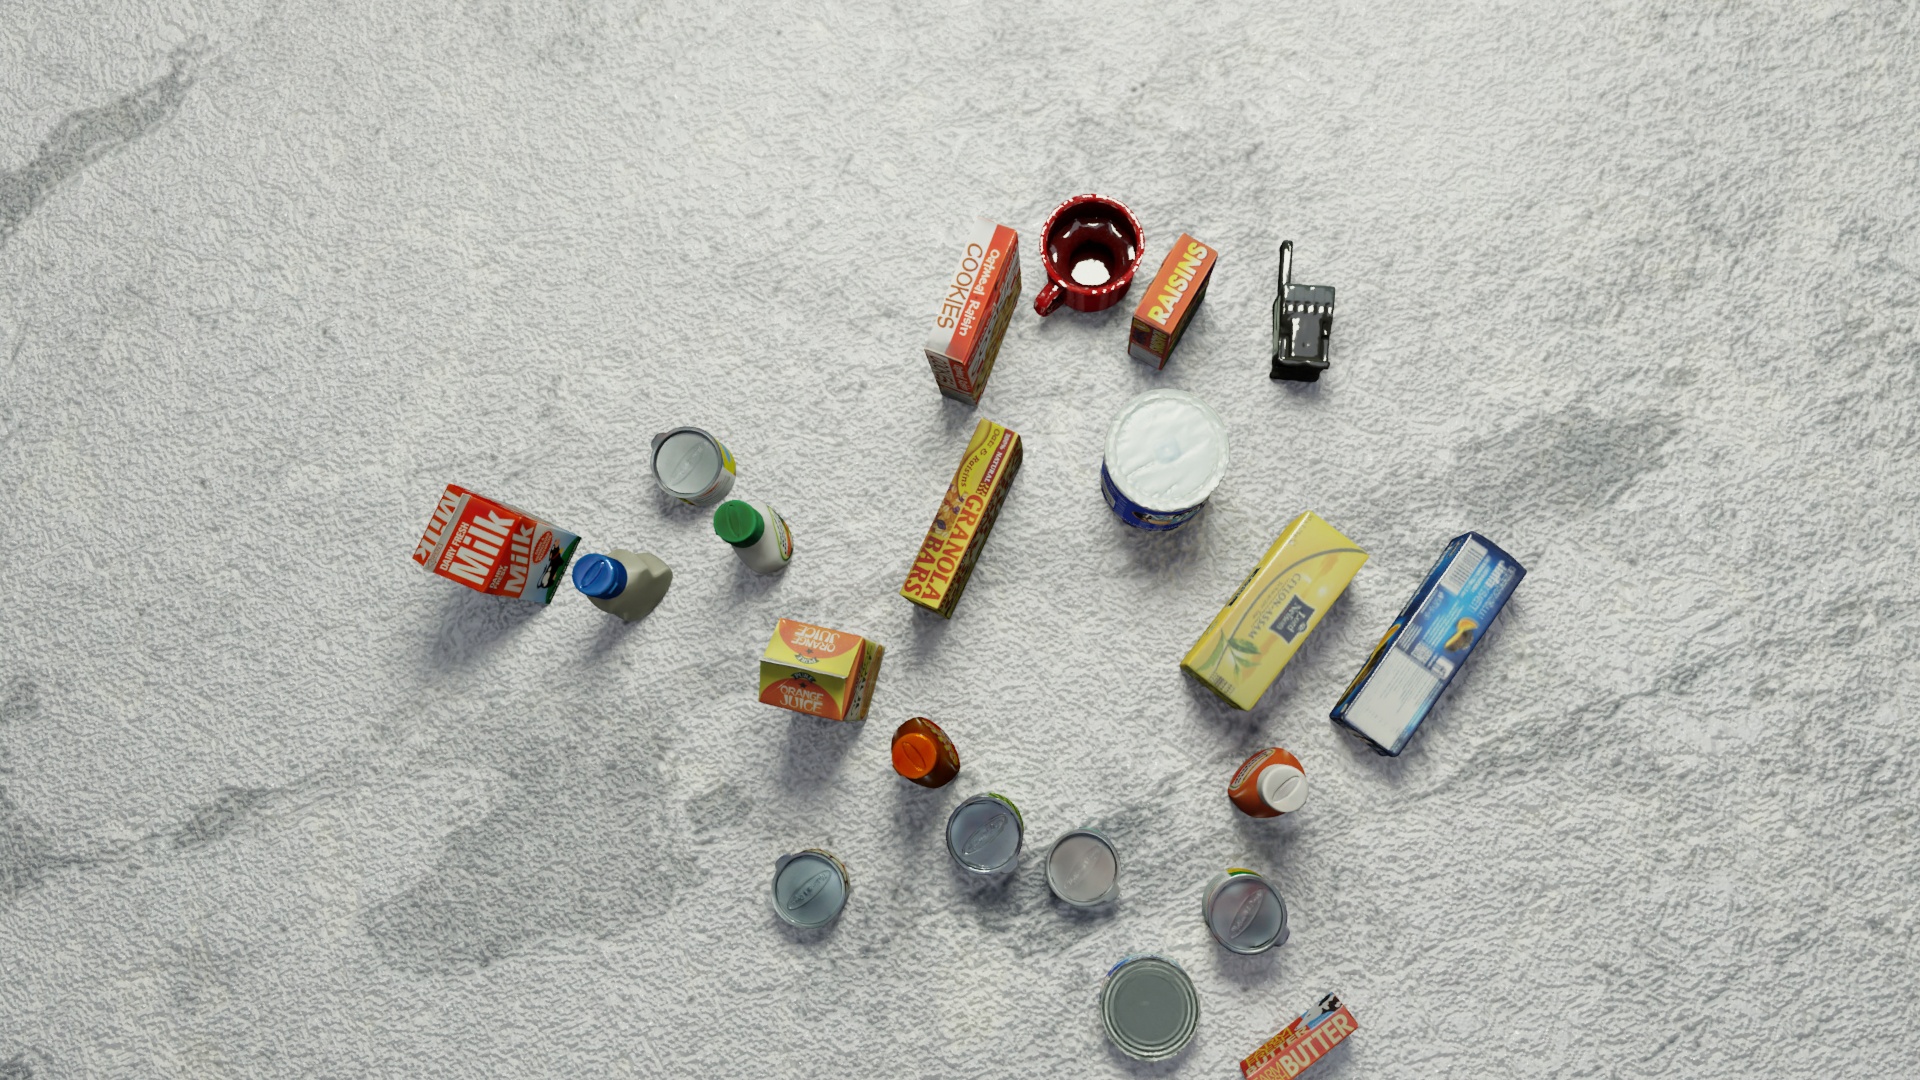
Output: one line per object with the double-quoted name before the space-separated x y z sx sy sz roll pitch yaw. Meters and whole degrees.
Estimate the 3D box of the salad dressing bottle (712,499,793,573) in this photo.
"salad dressing bottle" -0.181 -0.007 1.214 0.044 0.147 0.064 -16 82 2

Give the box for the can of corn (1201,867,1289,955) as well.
"can of corn" 0.243 0.317 1.186 0.071 0.058 0.071 0 83 4

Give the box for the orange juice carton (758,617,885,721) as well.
"orange juice carton" -0.117 0.111 1.171 0.072 0.192 0.073 13 84 6

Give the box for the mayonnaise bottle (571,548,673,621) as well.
"mayonnaise bottle" -0.298 0.036 1.216 0.041 0.148 0.065 37 87 7

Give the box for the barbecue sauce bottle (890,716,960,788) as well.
"barbecue sauce bottle" -0.033 0.181 1.178 0.044 0.148 0.065 -38 82 -1

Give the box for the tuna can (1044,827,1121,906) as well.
"tuna can" 0.109 0.286 1.213 0.071 0.033 0.071 0 82 4

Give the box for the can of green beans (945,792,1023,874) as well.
"can of green beans" 0.022 0.254 1.210 0.071 0.058 0.071 0 83 4

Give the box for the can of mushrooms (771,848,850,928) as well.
"can of mushrooms" -0.133 0.305 1.226 0.071 0.033 0.071 0 82 4

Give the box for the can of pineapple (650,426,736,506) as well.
"can of pineapple" -0.245 -0.069 1.272 0.071 0.058 0.071 0 83 4

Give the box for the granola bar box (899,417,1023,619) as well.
"granola bar box" 0.004 -0.015 1.214 0.039 0.124 0.165 24 85 7

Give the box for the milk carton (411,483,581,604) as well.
"milk carton" -0.407 0.004 1.206 0.073 0.190 0.072 24 85 7

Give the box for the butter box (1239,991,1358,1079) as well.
"butter box" 0.285 0.426 1.171 0.103 0.053 0.024 -37 82 -1

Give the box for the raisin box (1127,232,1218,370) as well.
"raisin box" 0.186 -0.209 1.229 0.040 0.123 0.086 31 86 7

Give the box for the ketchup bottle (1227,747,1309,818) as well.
"ketchup bottle" 0.260 0.203 1.155 0.065 0.148 0.043 -44 82 -2

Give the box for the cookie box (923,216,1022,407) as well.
"cookie box" 0.015 -0.195 1.216 0.040 0.167 0.123 20 85 6
